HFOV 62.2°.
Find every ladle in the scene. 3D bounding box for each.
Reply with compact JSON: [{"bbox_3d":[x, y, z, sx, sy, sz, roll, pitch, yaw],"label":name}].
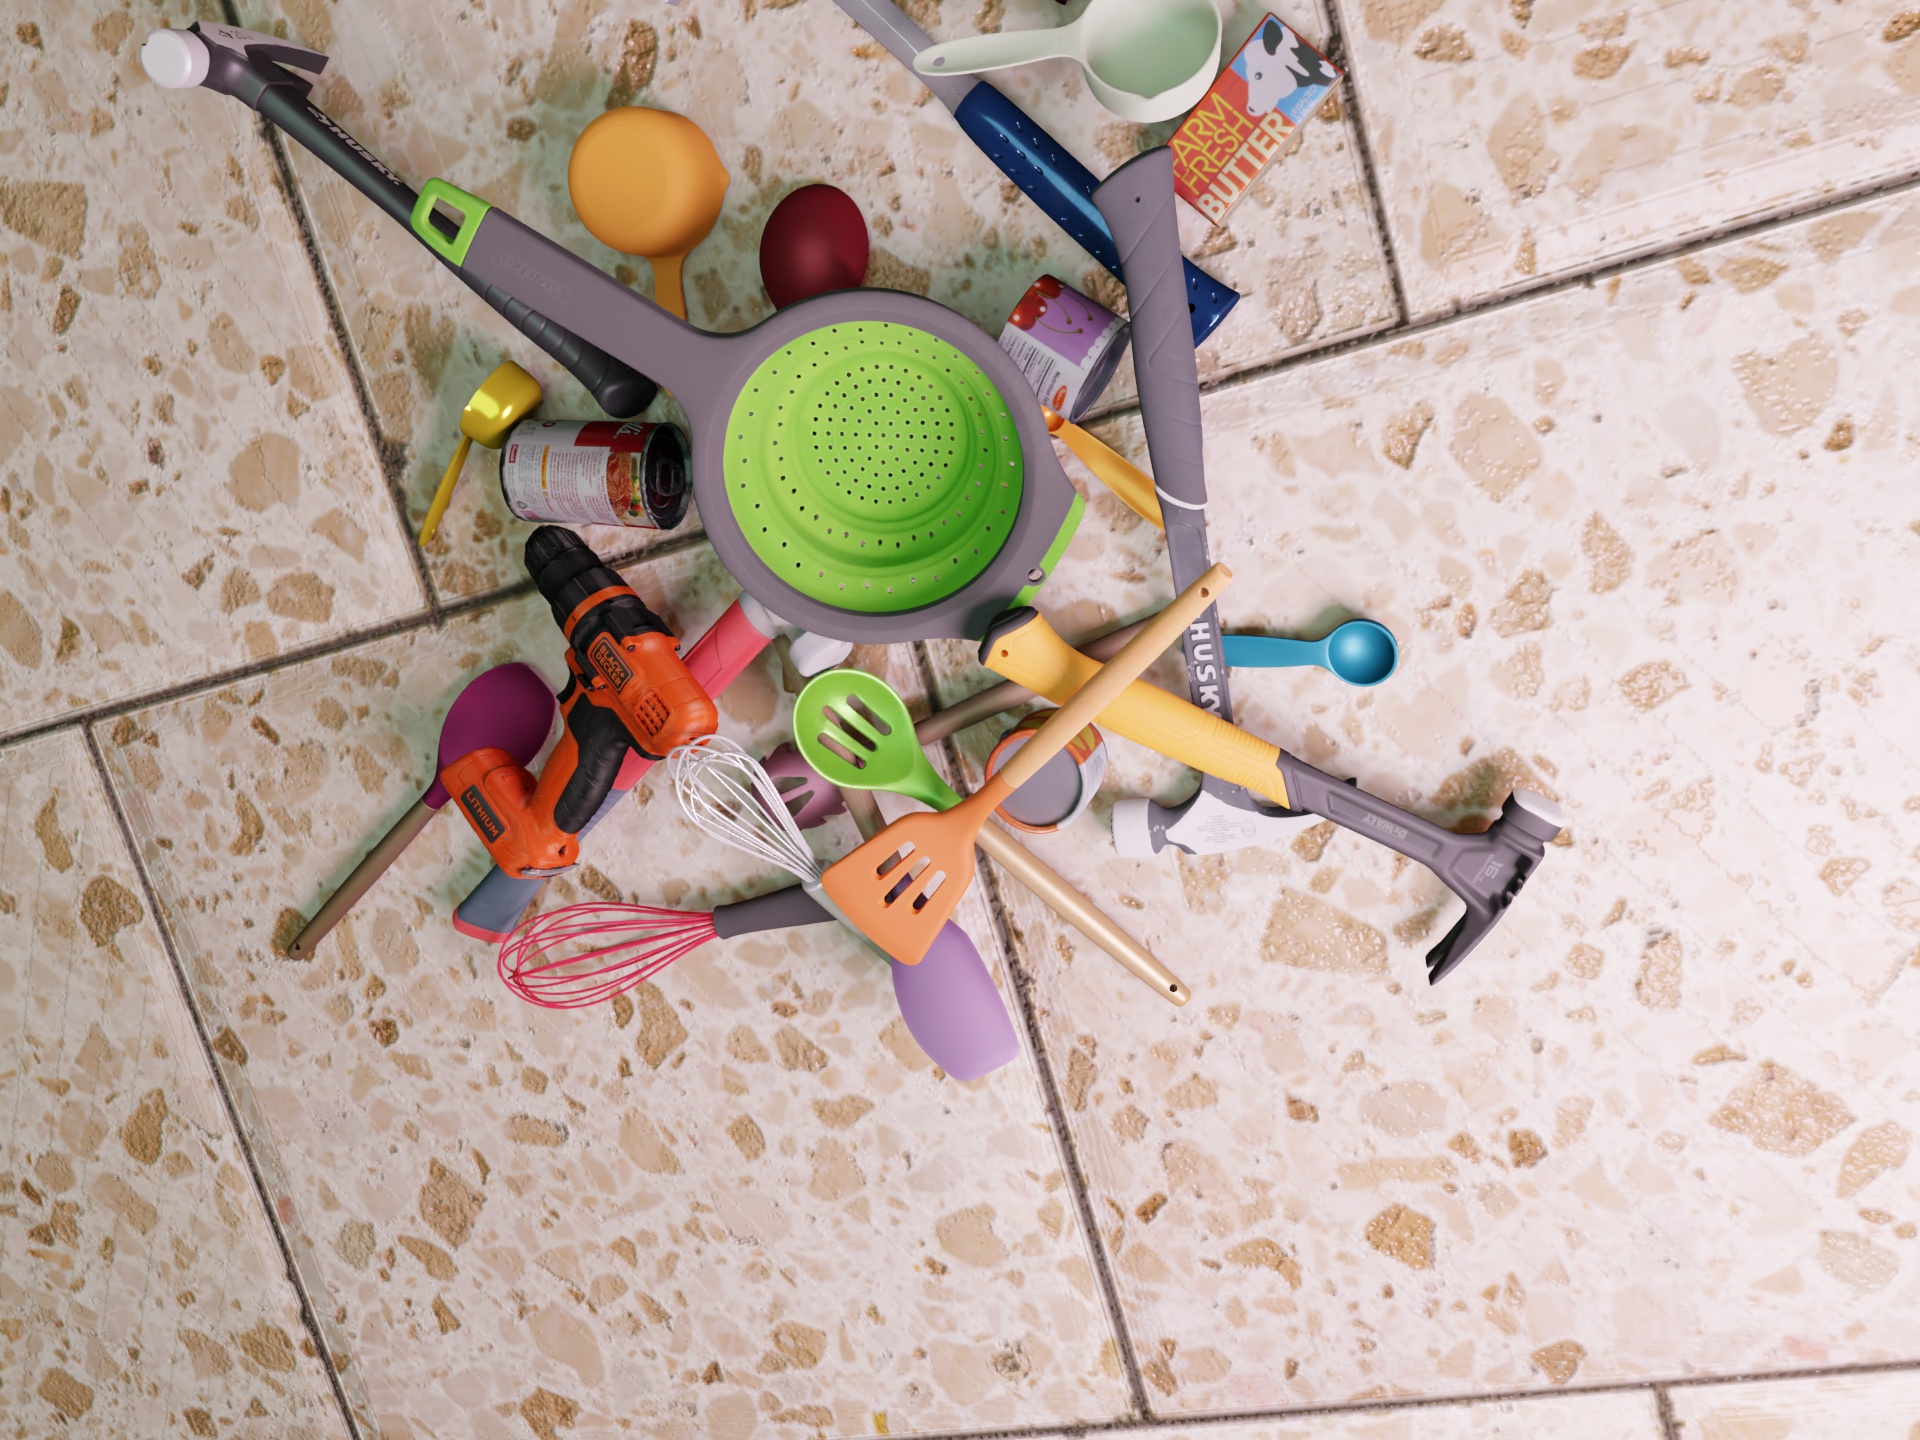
[{"bbox_3d":[-0.098,-0.169,0.991,0.069,0.031,0.315,8,107,12],"label":"ladle"}]

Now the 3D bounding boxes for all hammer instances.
[{"bbox_3d":[-0.232,0.014,1.054,0.386,0.038,0.143,-43,71,27],"label":"hammer"},{"bbox_3d":[0.131,-0.108,0.892,0.149,0.036,0.408,-5,113,16],"label":"hammer"},{"bbox_3d":[0.162,0.030,0.911,0.337,0.034,0.127,26,116,0],"label":"hammer"},{"bbox_3d":[-0.007,-0.358,0.911,0.405,0.035,0.144,44,111,3],"label":"hammer"},{"bbox_3d":[-0.327,-0.307,0.988,0.334,0.146,0.035,40,111,-8],"label":"hammer"}]

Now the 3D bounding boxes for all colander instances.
[{"bbox_3d":[-0.118,-0.195,0.913,0.397,0.095,0.204,30,113,-11],"label":"colander"}]

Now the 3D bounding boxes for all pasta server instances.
[{"bbox_3d":[-0.002,-0.003,1.004,0.316,0.040,0.060,-25,95,16],"label":"pasta server"}]

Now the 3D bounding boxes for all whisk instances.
[{"bbox_3d":[-0.180,0.141,1.076,0.296,0.073,0.073,-14,99,12],"label":"whisk"},{"bbox_3d":[-0.093,0.091,0.990,0.059,0.058,0.246,-13,133,38],"label":"whisk"}]

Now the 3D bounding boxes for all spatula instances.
[{"bbox_3d":[0.039,0.023,0.898,0.081,0.041,0.322,44,124,-1],"label":"spatula"},{"bbox_3d":[-0.053,0.075,0.988,0.060,0.018,0.316,-25,82,-1],"label":"spatula"}]

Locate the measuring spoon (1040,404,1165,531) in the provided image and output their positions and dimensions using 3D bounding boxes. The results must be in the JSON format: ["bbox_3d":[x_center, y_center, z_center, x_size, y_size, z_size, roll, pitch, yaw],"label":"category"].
[{"bbox_3d":[0.092,-0.150,0.948,0.117,0.011,0.021,40,111,0],"label":"measuring spoon"}]

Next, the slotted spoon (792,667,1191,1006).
[{"bbox_3d":[0.023,0.079,0.989,0.313,0.031,0.070,40,81,-8],"label":"slotted spoon"}]

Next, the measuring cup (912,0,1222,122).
[{"bbox_3d":[0.059,-0.360,0.869,0.167,0.038,0.083,-2,78,12],"label":"measuring cup"}]

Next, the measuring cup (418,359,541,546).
[{"bbox_3d":[-0.319,-0.167,1.048,0.029,0.062,0.156,34,121,-5],"label":"measuring cup"}]

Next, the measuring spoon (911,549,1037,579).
[{"bbox_3d":[-0.004,-0.101,0.987,0.124,0.018,0.034,-3,103,24],"label":"measuring spoon"}]

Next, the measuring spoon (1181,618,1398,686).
[{"bbox_3d":[0.195,-0.044,0.942,0.129,0.021,0.042,3,118,25],"label":"measuring spoon"}]

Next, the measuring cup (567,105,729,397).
[{"bbox_3d":[-0.192,-0.286,0.973,0.095,0.052,0.173,0,101,16],"label":"measuring cup"}]

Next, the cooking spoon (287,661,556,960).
[{"bbox_3d":[-0.394,0.074,1.140,0.319,0.017,0.069,-43,88,20],"label":"cooking spoon"}]
